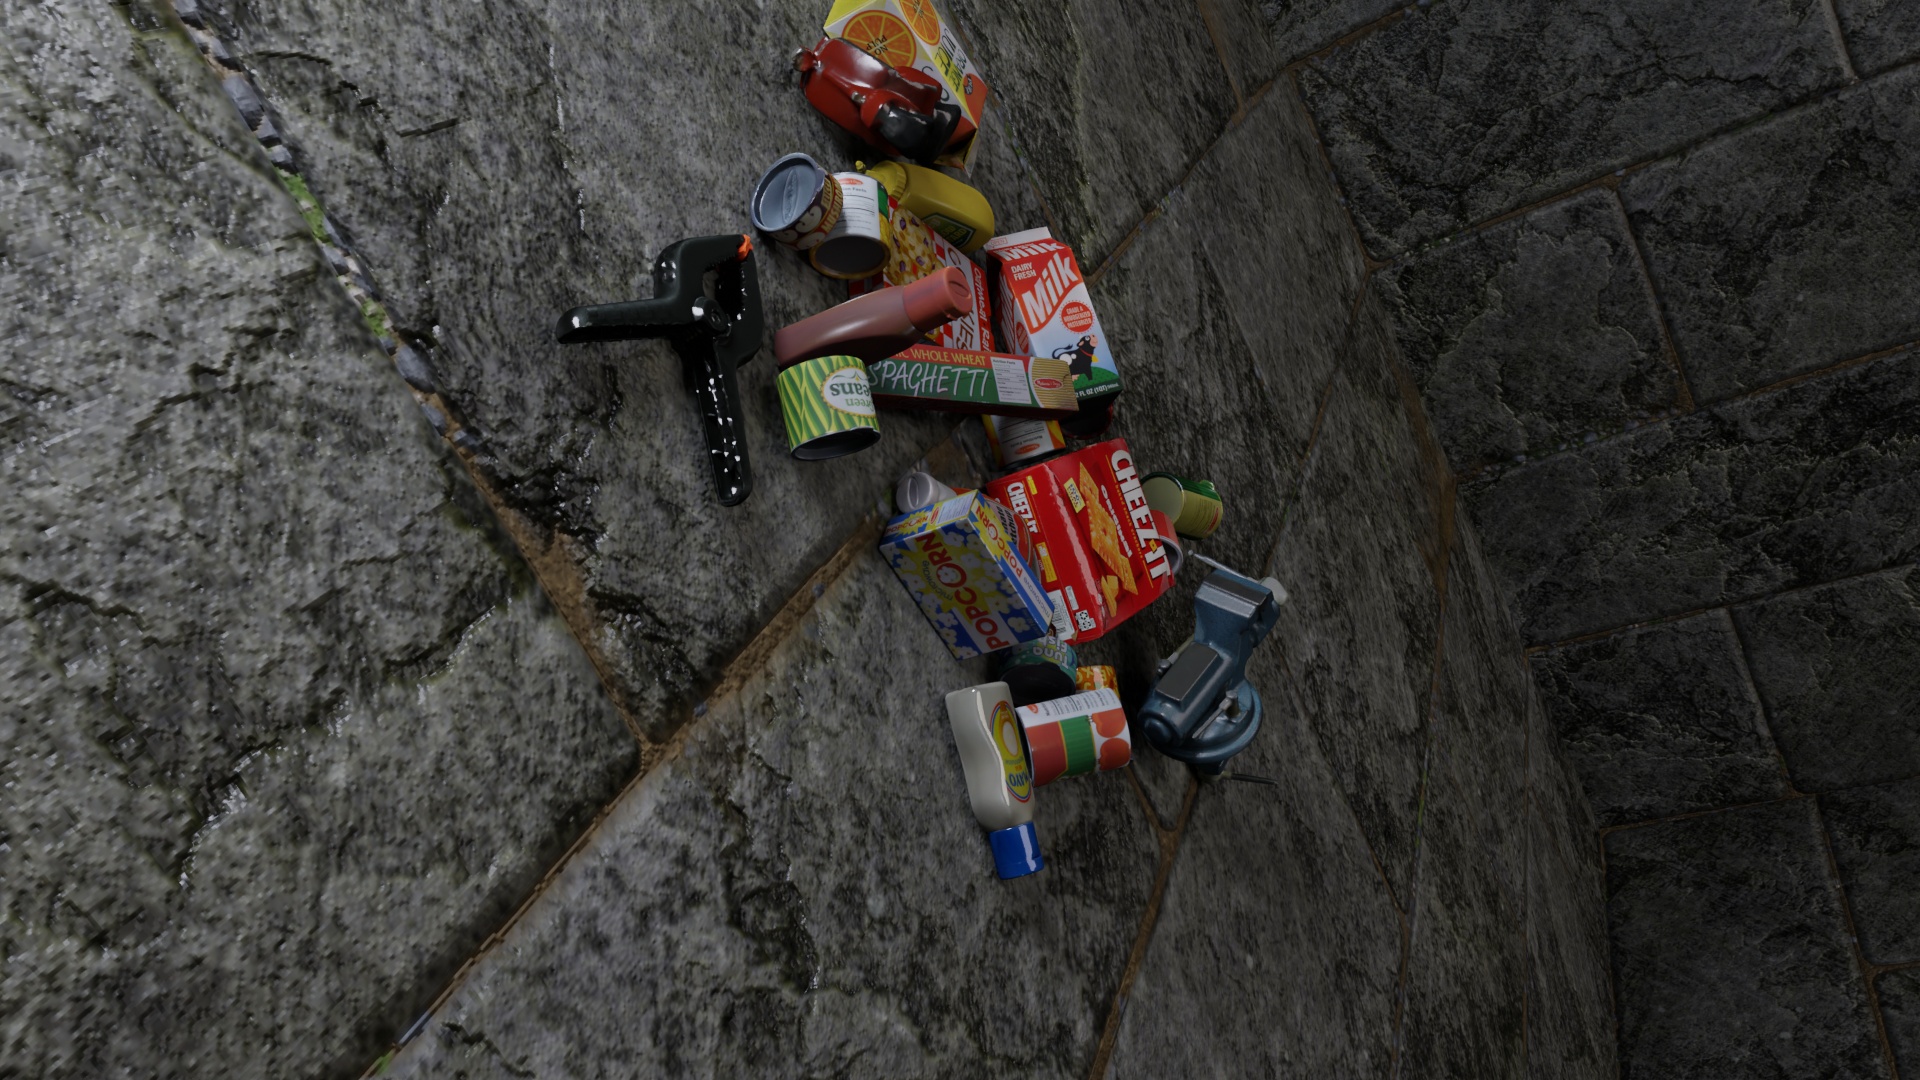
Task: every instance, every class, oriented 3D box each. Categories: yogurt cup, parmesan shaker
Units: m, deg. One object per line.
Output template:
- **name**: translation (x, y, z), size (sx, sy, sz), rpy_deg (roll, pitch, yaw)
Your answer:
- **yogurt cup**: translation (0.195, 0.005, 1.442), size (0.072, 0.072, 0.054), rpy_deg (51, 27, -32)
- **parmesan shaker**: translation (0.240, -0.040, 1.536), size (0.103, 0.071, 0.071), rpy_deg (11, 64, -56)

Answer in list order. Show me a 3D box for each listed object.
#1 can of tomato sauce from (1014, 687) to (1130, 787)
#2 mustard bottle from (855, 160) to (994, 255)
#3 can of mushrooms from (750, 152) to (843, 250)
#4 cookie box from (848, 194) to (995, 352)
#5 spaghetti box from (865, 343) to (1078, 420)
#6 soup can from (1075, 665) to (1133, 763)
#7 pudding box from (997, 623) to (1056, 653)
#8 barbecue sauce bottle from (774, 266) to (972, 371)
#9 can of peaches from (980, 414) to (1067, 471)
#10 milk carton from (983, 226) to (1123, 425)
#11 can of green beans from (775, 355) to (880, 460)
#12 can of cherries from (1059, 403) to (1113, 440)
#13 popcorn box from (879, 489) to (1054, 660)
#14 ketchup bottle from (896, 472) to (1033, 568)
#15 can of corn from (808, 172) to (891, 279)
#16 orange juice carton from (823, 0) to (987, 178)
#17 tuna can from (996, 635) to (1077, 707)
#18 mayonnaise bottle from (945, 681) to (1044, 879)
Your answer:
- **can of tomato sauce**: translation (0.089, 0.162, 1.128), size (0.071, 0.083, 0.071), rpy_deg (171, -92, -80)
- **mustard bottle**: translation (-0.038, -0.299, 1.229), size (0.160, 0.065, 0.049), rpy_deg (14, 61, -48)
- **can of mushrooms**: translation (-0.122, -0.256, 1.050), size (0.033, 0.071, 0.071), rpy_deg (31, 48, -51)
- **cookie box**: translation (-0.032, -0.211, 1.206), size (0.167, 0.040, 0.123), rpy_deg (28, 51, -51)
- **spaghetti box**: translation (0.000, -0.133, 1.158), size (0.251, 0.028, 0.050), rpy_deg (0, 73, -42)
- **soup can**: translation (0.109, 0.156, 1.202), size (0.071, 0.071, 0.084), rpy_deg (16, 60, -56)
- **pudding box**: translation (0.047, 0.075, 1.184), size (0.083, 0.030, 0.050), rpy_deg (47, 38, -36)
- **barbecue sauce bottle**: translation (-0.061, -0.156, 1.014), size (0.065, 0.148, 0.044), rpy_deg (15, 62, -56)
- **can of peaches**: translation (0.057, -0.100, 1.267), size (0.071, 0.071, 0.058), rpy_deg (-13, 85, -61)
- **milk carton**: translation (0.082, -0.210, 1.329), size (0.073, 0.072, 0.191), rpy_deg (126, -53, -71)
- **can of green beans**: translation (-0.096, -0.095, 1.005), size (0.071, 0.071, 0.058), rpy_deg (4, 70, -59)
- **can of cherries**: translation (0.122, -0.142, 1.403), size (0.071, 0.071, 0.059), rpy_deg (48, 37, -36)
- **popcorn box**: translation (0.006, 0.029, 1.085), size (0.126, 0.085, 0.038), rpy_deg (56, 33, -25)
- **ketchup bottle**: translation (0.004, -0.014, 1.150), size (0.148, 0.043, 0.065), rpy_deg (28, 46, -50)
- **can of corn**: translation (-0.089, -0.248, 1.108), size (0.071, 0.071, 0.058), rpy_deg (27, 52, -51)
- **orange juice carton**: translation (-0.037, -0.429, 1.291), size (0.192, 0.073, 0.072), rpy_deg (49, 35, -34)
- **tuna can**: translation (0.065, 0.108, 1.153), size (0.071, 0.071, 0.033), rpy_deg (47, 36, -36)
- **mayonnaise bottle**: translation (0.030, 0.186, 1.078), size (0.065, 0.041, 0.148), rpy_deg (2, 71, -61)
